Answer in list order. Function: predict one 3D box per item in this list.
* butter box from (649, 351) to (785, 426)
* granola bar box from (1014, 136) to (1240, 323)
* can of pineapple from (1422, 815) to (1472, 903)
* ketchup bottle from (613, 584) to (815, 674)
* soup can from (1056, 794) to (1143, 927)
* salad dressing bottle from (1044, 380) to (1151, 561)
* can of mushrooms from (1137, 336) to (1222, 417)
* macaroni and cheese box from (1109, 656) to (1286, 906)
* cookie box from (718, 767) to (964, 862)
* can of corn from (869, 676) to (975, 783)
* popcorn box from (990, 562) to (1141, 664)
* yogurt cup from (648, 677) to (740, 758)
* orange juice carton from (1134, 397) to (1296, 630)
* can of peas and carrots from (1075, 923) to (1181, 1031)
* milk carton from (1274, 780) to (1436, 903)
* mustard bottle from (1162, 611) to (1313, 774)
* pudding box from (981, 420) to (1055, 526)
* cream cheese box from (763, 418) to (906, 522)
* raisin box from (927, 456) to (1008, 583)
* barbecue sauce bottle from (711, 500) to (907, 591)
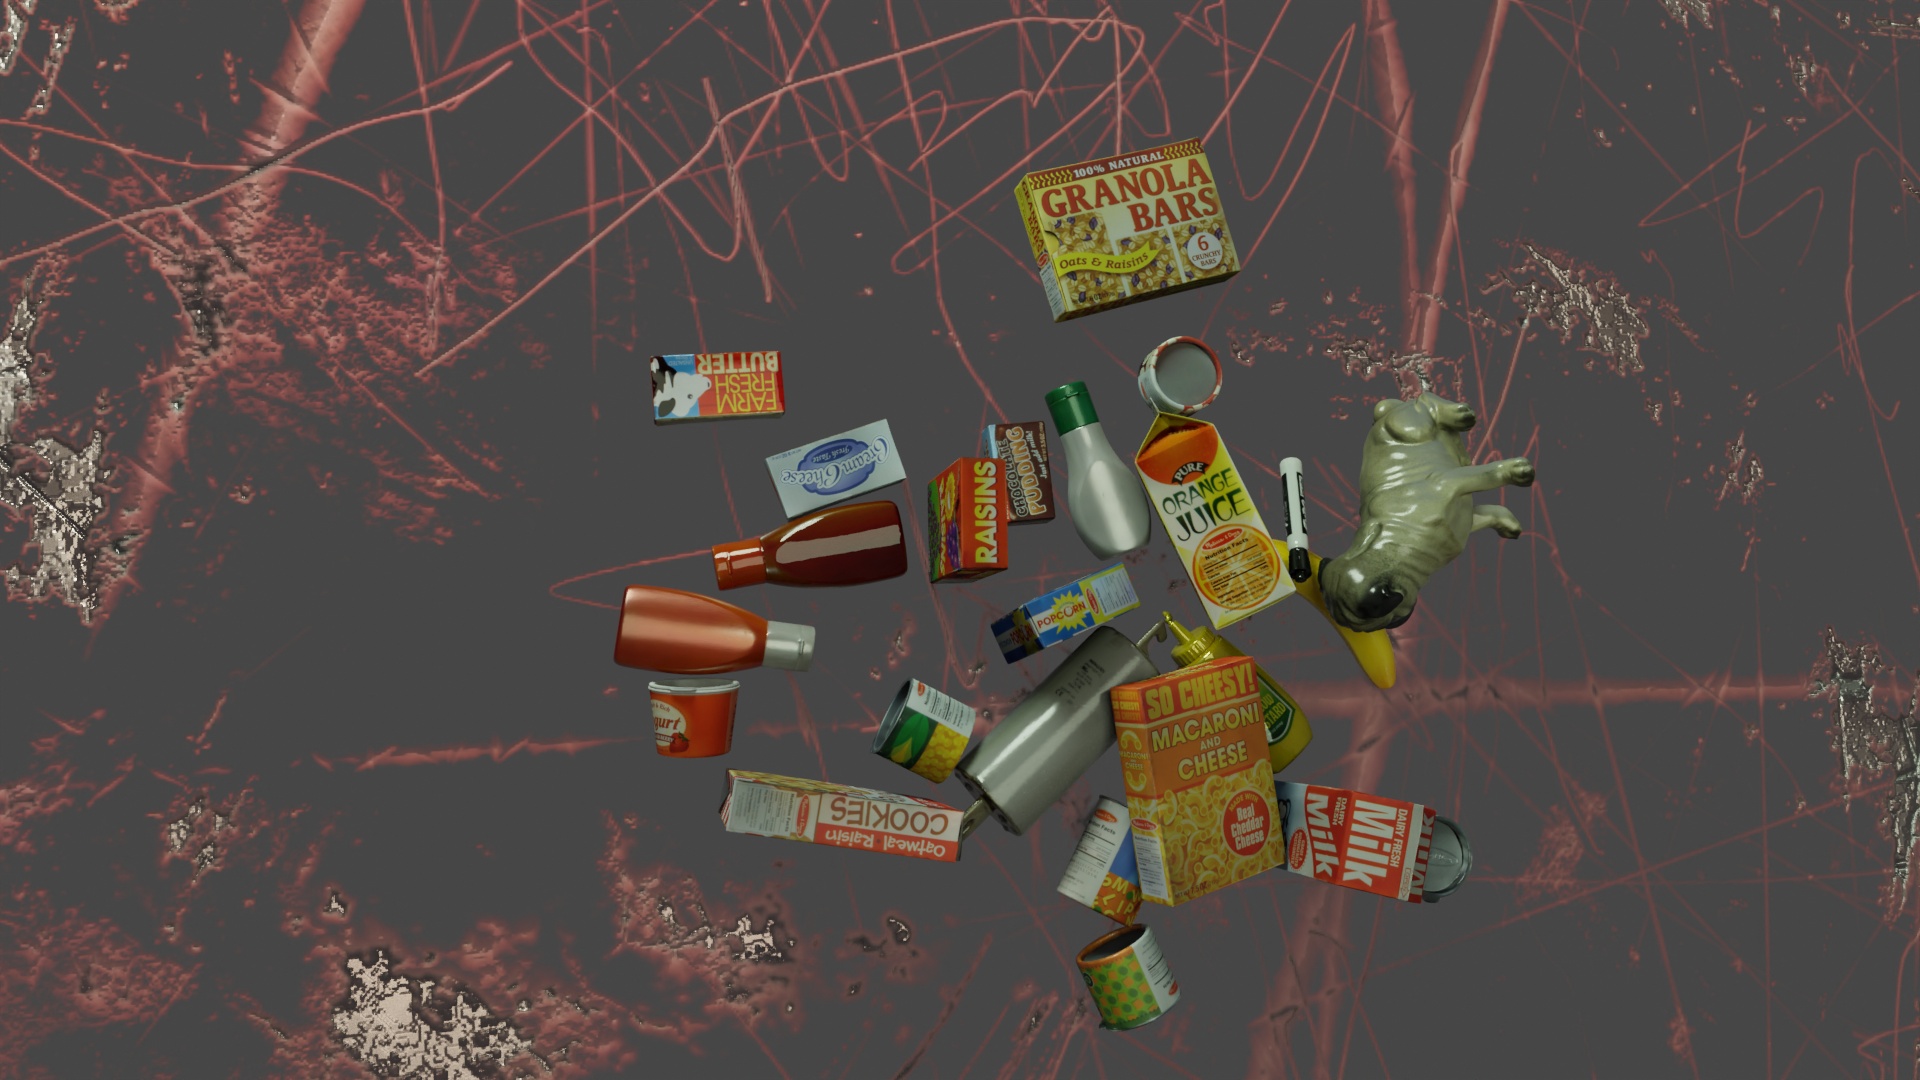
[{"bbox_3d":[-0.193,-0.121,1.104,0.104,0.024,0.053,-5,84,-13],"label":"butter box"},{"bbox_3d":[0.144,-0.267,1.191,0.166,0.039,0.124,-16,86,-14],"label":"granola bar box"},{"bbox_3d":[0.383,0.263,1.164,0.071,0.057,0.071,2,82,-12],"label":"can of pineapple"},{"bbox_3d":[-0.188,0.074,1.069,0.149,0.043,0.065,9,82,-11],"label":"ketchup bottle"},{"bbox_3d":[0.125,0.256,1.104,0.071,0.071,0.084,29,78,-8],"label":"soup can"},{"bbox_3d":[0.112,-0.058,1.154,0.064,0.044,0.147,-19,86,-9],"label":"salad dressing bottle"},{"bbox_3d":[0.189,-0.141,1.187,0.071,0.033,0.071,2,82,-12],"label":"can of mushrooms"},{"bbox_3d":[0.184,0.183,1.079,0.124,0.040,0.166,-10,91,-33],"label":"macaroni and cheese box"},{"bbox_3d":[-0.091,0.204,1.032,0.167,0.123,0.040,11,82,-11],"label":"cookie box"},{"bbox_3d":[-0.029,0.151,1.084,0.058,0.071,0.071,28,78,-8],"label":"can of corn"},{"bbox_3d":[0.080,0.059,1.088,0.085,0.126,0.038,-22,84,-14],"label":"popcorn box"},{"bbox_3d":[-0.201,0.134,1.049,0.072,0.072,0.054,0,91,-12],"label":"yogurt cup"},{"bbox_3d":[0.199,-0.028,1.138,0.073,0.072,0.193,-26,82,8],"label":"orange juice carton"},{"bbox_3d":[0.130,0.344,1.094,0.071,0.071,0.058,-24,88,-14],"label":"can of peas and carrots"},{"bbox_3d":[0.306,0.234,1.082,0.073,0.190,0.072,14,80,-10],"label":"milk carton"},{"bbox_3d":[0.220,0.120,1.151,0.065,0.048,0.160,-44,93,-13],"label":"mustard bottle"},{"bbox_3d":[0.047,-0.055,1.146,0.050,0.030,0.084,-5,84,-12],"label":"pudding box"},{"bbox_3d":[-0.100,-0.057,1.116,0.104,0.024,0.053,-20,89,-14],"label":"cream cheese box"},{"bbox_3d":[0.004,-0.014,1.083,0.040,0.123,0.086,1,83,-13],"label":"raisin box"},{"bbox_3d":[-0.119,0.010,1.093,0.149,0.043,0.065,-10,92,-13],"label":"barbecue sauce bottle"}]
